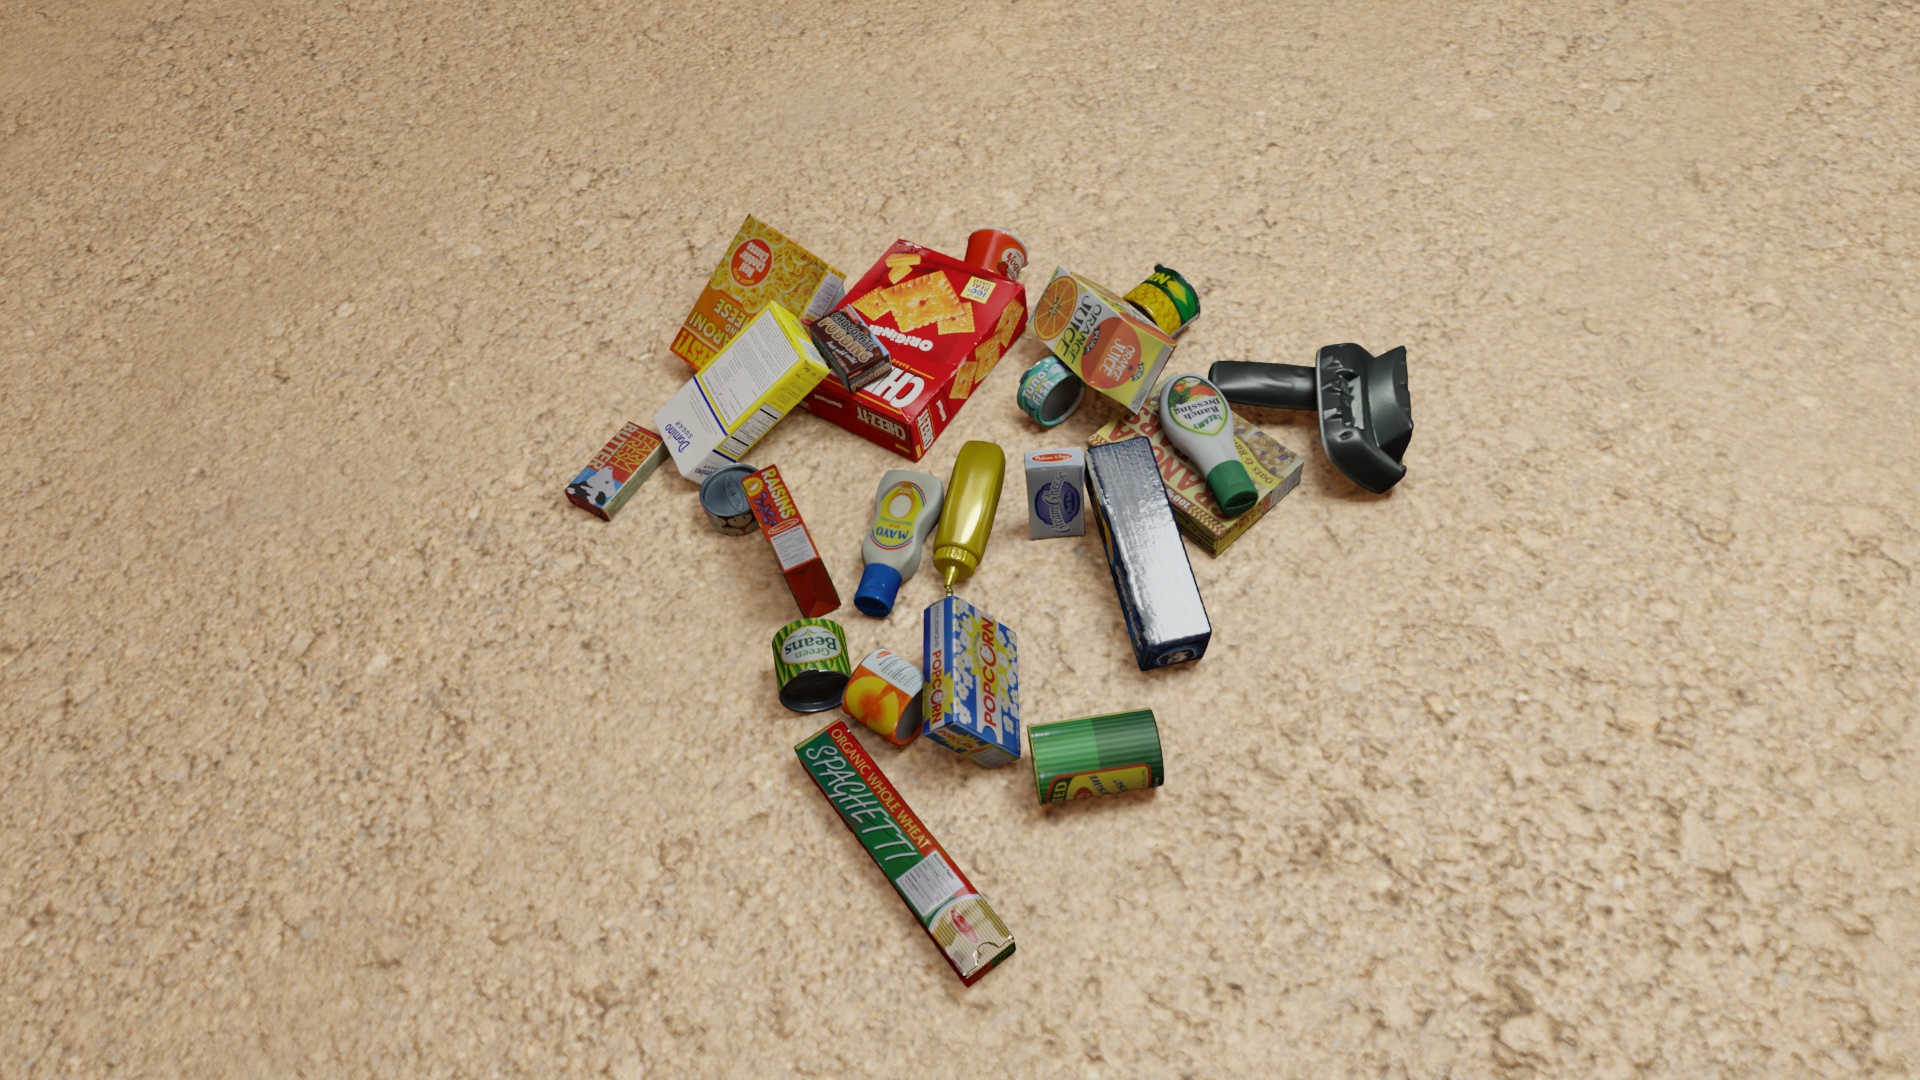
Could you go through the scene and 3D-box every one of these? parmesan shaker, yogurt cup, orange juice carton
[{"bbox_3d":[0.110,0.175,1.134,0.103,0.071,0.071,-9,53,0],"label":"parmesan shaker"},{"bbox_3d":[0.033,-0.296,1.497,0.072,0.072,0.054,12,64,15],"label":"yogurt cup"},{"bbox_3d":[0.144,-0.194,1.353,0.073,0.071,0.193,17,22,-32],"label":"orange juice carton"}]

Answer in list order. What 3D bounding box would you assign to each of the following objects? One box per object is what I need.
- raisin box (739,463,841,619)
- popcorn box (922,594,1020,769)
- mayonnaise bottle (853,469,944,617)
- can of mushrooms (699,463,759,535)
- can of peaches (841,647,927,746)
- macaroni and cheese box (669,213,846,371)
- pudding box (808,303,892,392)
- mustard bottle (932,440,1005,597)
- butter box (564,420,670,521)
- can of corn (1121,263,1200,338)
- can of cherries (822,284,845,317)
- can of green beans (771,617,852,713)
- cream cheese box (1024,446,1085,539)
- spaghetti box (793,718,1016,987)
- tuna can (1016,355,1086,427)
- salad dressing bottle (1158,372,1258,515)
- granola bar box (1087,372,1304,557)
[{"bbox_3d":[-0.158,0.002,1.284,0.040,0.085,0.124,-25,55,-6],"label":"raisin box"},{"bbox_3d":[0.009,0.119,1.176,0.038,0.085,0.127,-28,46,31],"label":"popcorn box"},{"bbox_3d":[-0.062,0.002,1.300,0.065,0.041,0.149,10,55,11],"label":"mayonnaise bottle"},{"bbox_3d":[-0.216,-0.041,1.355,0.071,0.033,0.071,-3,53,5],"label":"can of mushrooms"},{"bbox_3d":[-0.059,0.136,1.188,0.058,0.071,0.071,28,62,24],"label":"can of peaches"},{"bbox_3d":[-0.211,-0.236,1.444,0.124,0.040,0.166,36,98,25],"label":"macaroni and cheese box"},{"bbox_3d":[-0.108,-0.190,1.368,0.050,0.030,0.084,-28,57,-13],"label":"pudding box"},{"bbox_3d":[0.005,-0.016,1.294,0.049,0.065,0.161,11,59,9],"label":"mustard bottle"},{"bbox_3d":[-0.344,-0.070,1.397,0.053,0.024,0.104,24,60,21],"label":"butter box"},{"bbox_3d":[0.202,-0.240,1.431,0.058,0.070,0.071,-39,59,-20],"label":"can of corn"},{"bbox_3d":[-0.157,-0.253,1.490,0.071,0.058,0.072,-3,54,4],"label":"can of cherries"},{"bbox_3d":[-0.129,0.109,1.214,0.071,0.071,0.058,-13,53,-3],"label":"can of green beans"},{"bbox_3d":[0.087,-0.042,1.277,0.053,0.103,0.024,-4,52,3],"label":"cream cheese box"},{"bbox_3d":[-0.049,0.247,1.126,0.050,0.028,0.251,-33,57,-17],"label":"spaghetti box"},{"bbox_3d":[0.089,-0.148,1.376,0.071,0.070,0.033,-36,58,-18],"label":"tuna can"},{"bbox_3d":[0.230,-0.089,1.282,0.064,0.043,0.148,-15,54,-6],"label":"salad dressing bottle"},{"bbox_3d":[0.223,-0.075,1.326,0.124,0.039,0.166,-38,59,-21],"label":"granola bar box"}]
